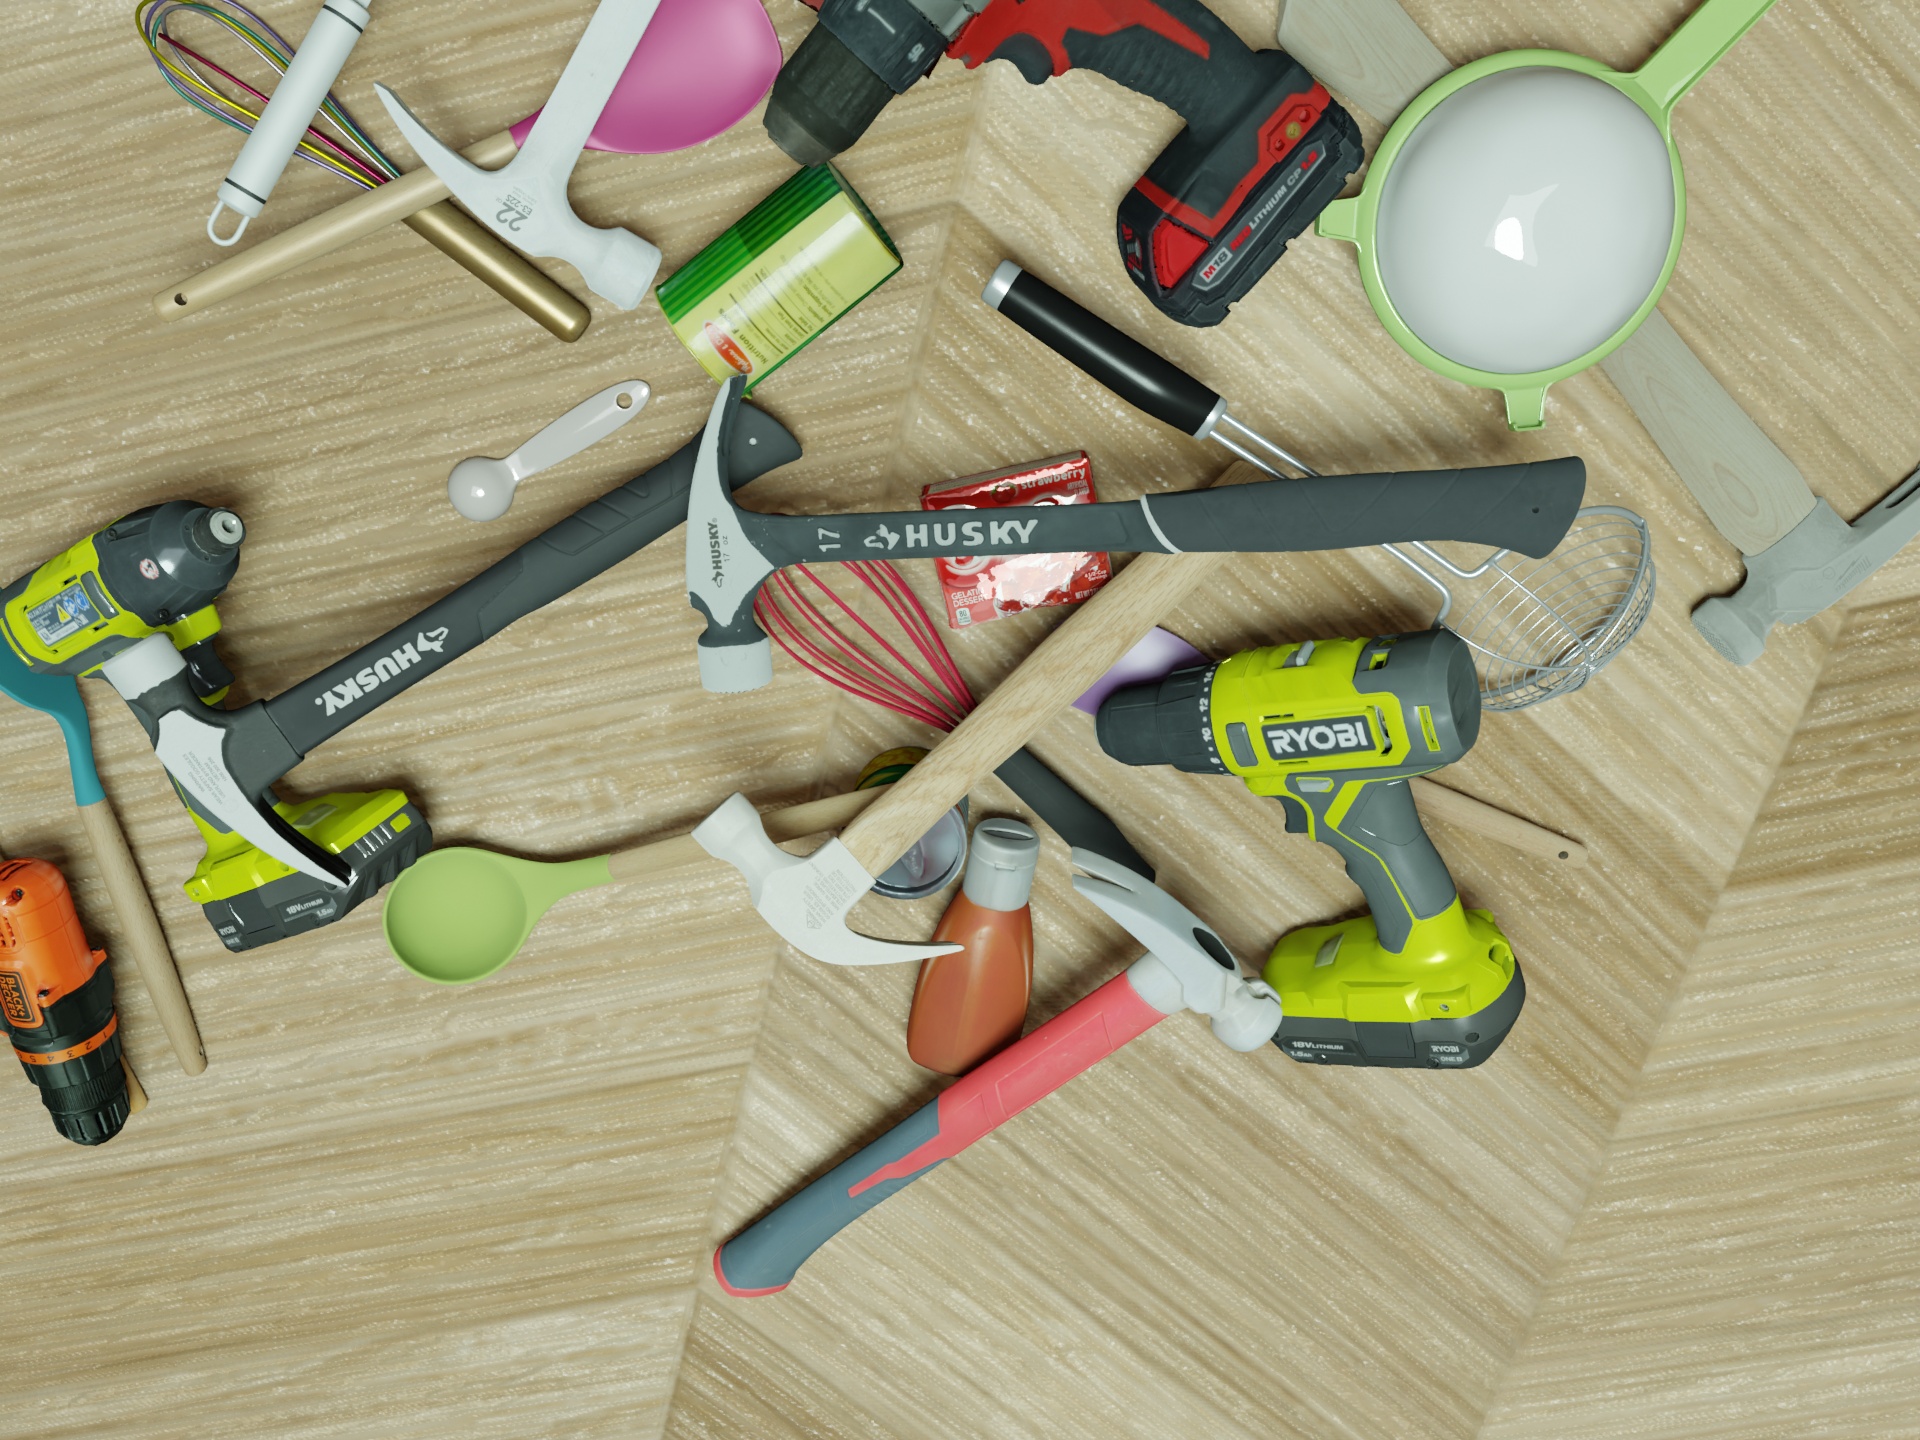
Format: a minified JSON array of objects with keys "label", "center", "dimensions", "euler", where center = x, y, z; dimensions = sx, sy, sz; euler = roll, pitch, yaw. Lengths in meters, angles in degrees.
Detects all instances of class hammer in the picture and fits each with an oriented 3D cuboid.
[{"label":"hammer","center":[0.071,-0.094,0.728],"dimensions":[0.409,0.036,0.149],"euler":[-2,106,8]},{"label":"hammer","center":[0.308,-0.216,0.762],"dimensions":[0.146,0.038,0.410],"euler":[-43,102,13]},{"label":"hammer","center":[-0.018,0.214,0.875],"dimensions":[0.143,0.038,0.386],"euler":[40,118,-21]},{"label":"hammer","center":[0.034,-0.008,0.783],"dimensions":[0.331,0.031,0.130],"euler":[-42,95,-8]},{"label":"hammer","center":[-0.110,-0.394,0.698],"dimensions":[0.144,0.035,0.405],"euler":[27,103,-23]},{"label":"hammer","center":[-0.224,-0.055,0.780],"dimensions":[0.335,0.035,0.146],"euler":[-33,107,-10]}]

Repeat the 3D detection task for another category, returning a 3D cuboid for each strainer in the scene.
[{"label":"strainer","center":[-0.277,-0.331,0.724],"dimensions":[0.086,0.050,0.258],"euler":[30,93,-30]},{"label":"strainer","center":[0.294,-0.258,0.696],"dimensions":[0.151,0.069,0.256],"euler":[42,104,-10]}]

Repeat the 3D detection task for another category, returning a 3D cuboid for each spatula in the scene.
[{"label":"spatula","center":[0.193,0.016,0.854],"dimensions":[0.316,0.018,0.059],"euler":[22,113,-4]},{"label":"spatula","center":[-0.486,0.068,0.887],"dimensions":[0.044,0.082,0.317],"euler":[-11,114,-6]}]

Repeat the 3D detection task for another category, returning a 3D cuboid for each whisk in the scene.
[{"label":"whisk","center":[-0.287,-0.263,0.770],"dimensions":[0.245,0.047,0.051],"euler":[36,105,-13]},{"label":"whisk","center":[-0.001,-0.003,0.837],"dimensions":[0.295,0.073,0.073],"euler":[42,105,-16]}]

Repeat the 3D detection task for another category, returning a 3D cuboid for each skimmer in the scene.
[{"label":"skimmer","center":[0.174,-0.122,0.772],"dimensions":[0.363,0.090,0.127],"euler":[32,122,-5]}]

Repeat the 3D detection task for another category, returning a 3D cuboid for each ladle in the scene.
[{"label":"ladle","center":[-0.166,0.077,0.840],"dimensions":[0.320,0.062,0.078],"euler":[-15,105,20]}]

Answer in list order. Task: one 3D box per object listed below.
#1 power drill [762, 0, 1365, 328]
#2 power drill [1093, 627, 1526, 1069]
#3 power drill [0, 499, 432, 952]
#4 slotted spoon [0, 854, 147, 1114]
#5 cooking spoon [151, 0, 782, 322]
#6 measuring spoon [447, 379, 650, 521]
[{"label":"power drill","center":[0.044,-0.272,0.700],"dimensions":[0.226,0.080,0.188],"euler":[35,107,-26]},{"label":"power drill","center":[0.182,0.065,0.816],"dimensions":[0.190,0.080,0.228],"euler":[-6,117,34]},{"label":"power drill","center":[-0.381,0.000,0.824],"dimensions":[0.171,0.080,0.223],"euler":[-17,109,32]},{"label":"slotted spoon","center":[-0.547,0.096,0.911],"dimensions":[0.070,0.031,0.313],"euler":[-17,108,10]},{"label":"cooking spoon","center":[-0.233,-0.262,0.751],"dimensions":[0.319,0.017,0.068],"euler":[-26,116,-2]},{"label":"measuring spoon","center":[-0.213,-0.140,0.820],"dimensions":[0.124,0.018,0.034],"euler":[-29,105,11]}]
